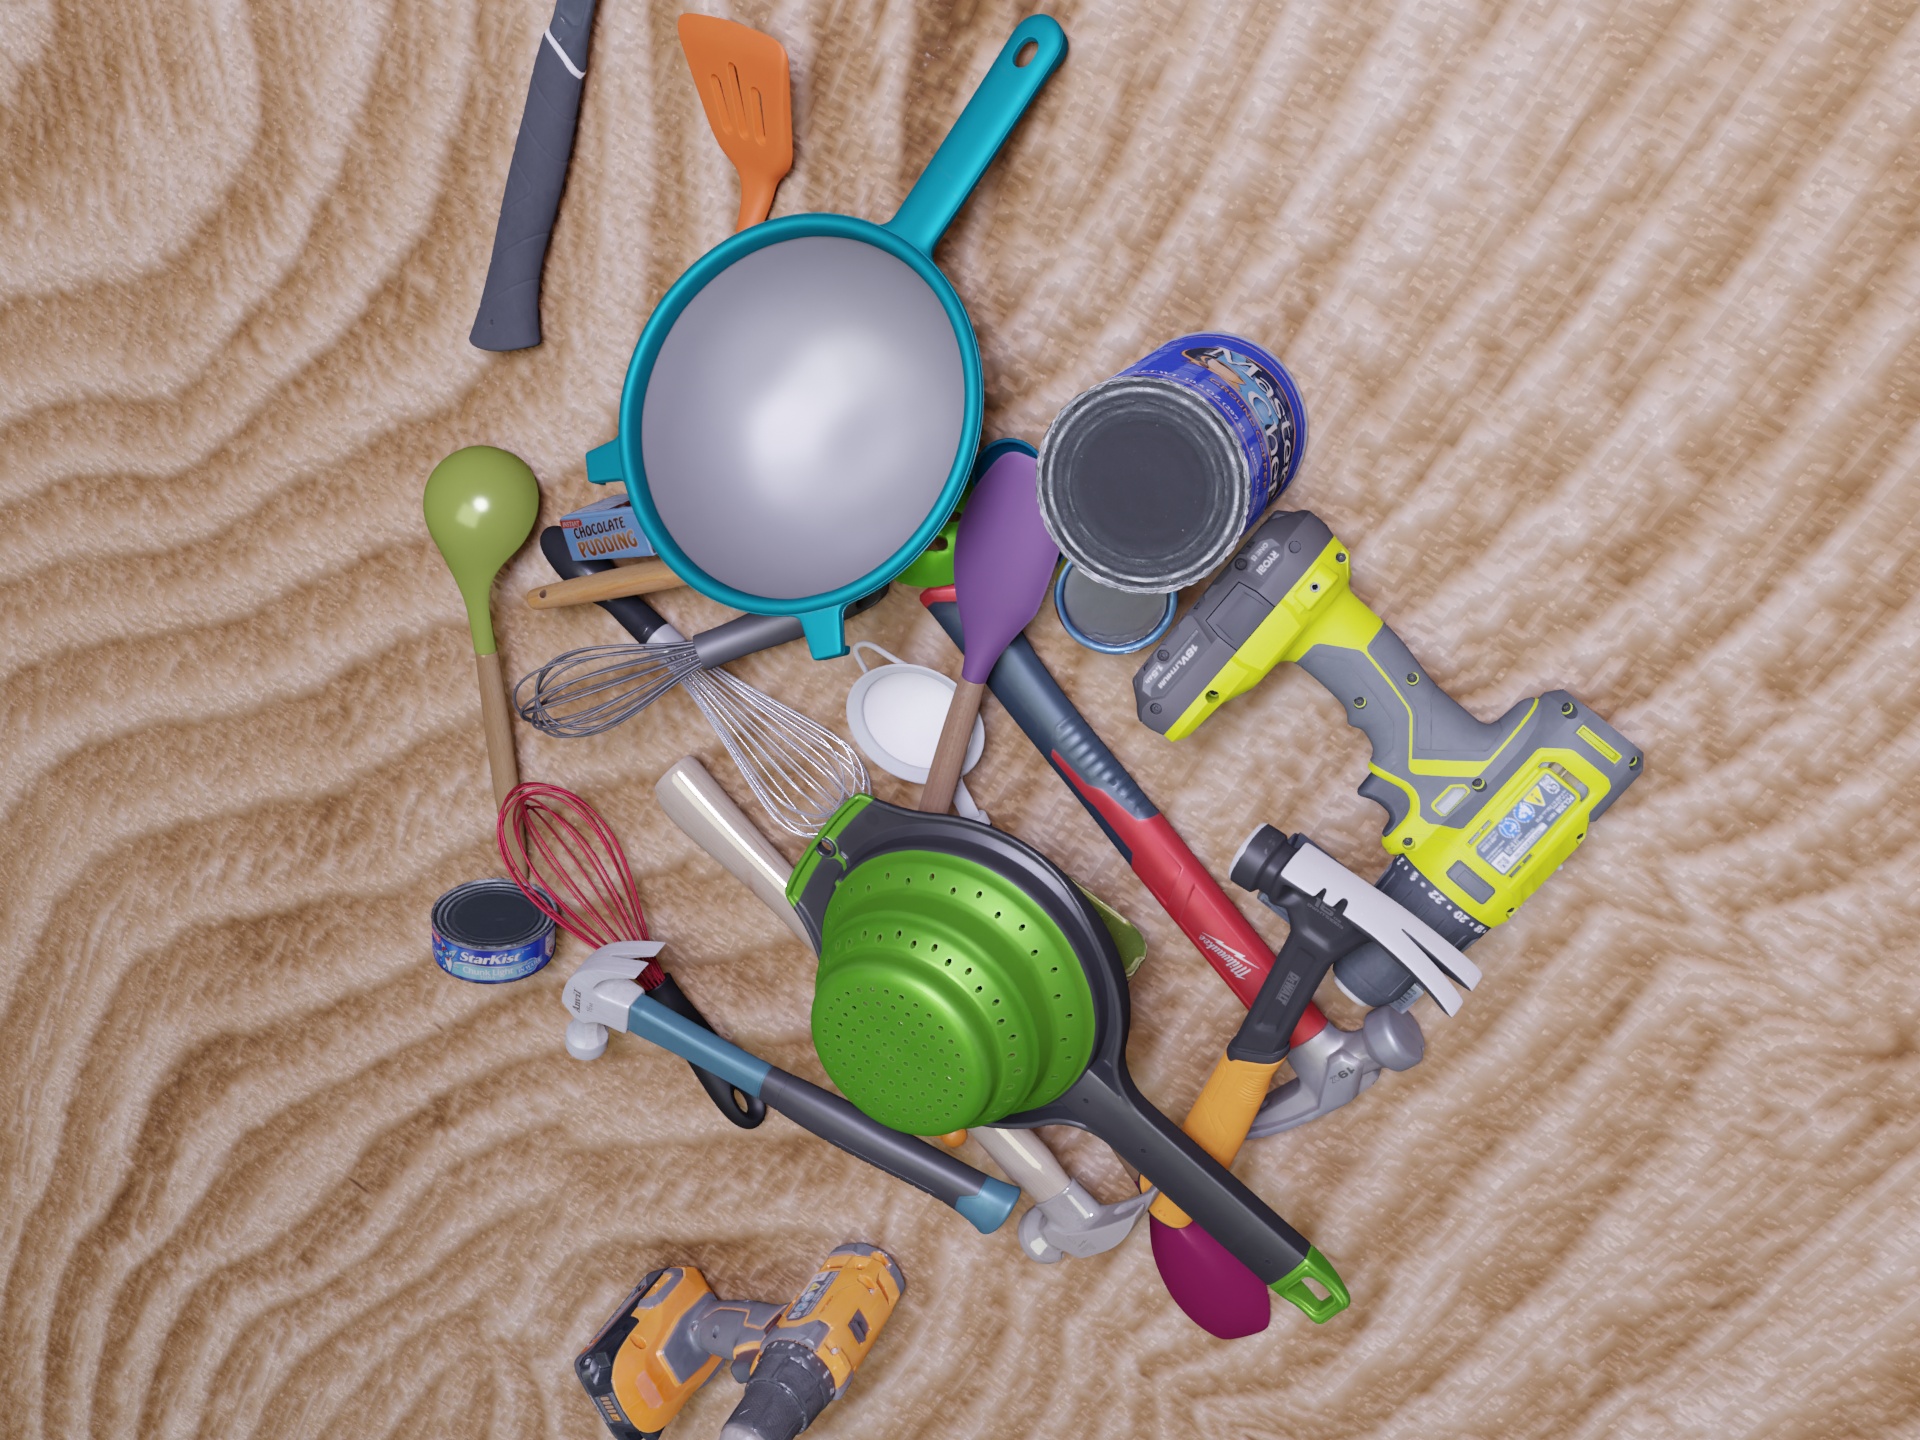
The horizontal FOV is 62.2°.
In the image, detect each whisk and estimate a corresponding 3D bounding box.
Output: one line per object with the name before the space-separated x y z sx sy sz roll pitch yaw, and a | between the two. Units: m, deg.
whisk | -0.162 -0.027 0.998 0.284 0.070 0.070 43 121 7
whisk | -0.155 -0.044 0.951 0.239 0.055 0.055 -20 103 3
whisk | -0.221 0.166 1.100 0.073 0.073 0.295 -25 104 30

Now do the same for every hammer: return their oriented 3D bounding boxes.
hammer | -0.220 -0.393 0.882 0.149 0.036 0.408 29 120 11
hammer | 0.097 0.077 0.935 0.143 0.038 0.386 -37 93 32
hammer | -0.044 0.178 1.017 0.410 0.038 0.146 47 144 3
hammer | -0.114 0.242 1.035 0.331 0.033 0.128 25 133 12
hammer | 0.165 0.199 0.881 0.127 0.034 0.336 35 140 19

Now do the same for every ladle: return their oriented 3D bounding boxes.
ladle | -0.309 -0.029 1.073 0.078 0.062 0.320 13 122 19

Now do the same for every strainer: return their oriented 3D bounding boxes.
strainer | 0.005 0.055 0.966 0.087 0.050 0.258 -16 109 31
strainer | -0.037 -0.209 0.853 0.211 0.095 0.340 38 99 20

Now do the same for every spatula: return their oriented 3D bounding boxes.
spatula | -0.001 -0.003 0.908 0.060 0.018 0.315 24 117 16
spatula | -0.138 -0.227 0.910 0.081 0.041 0.322 29 122 28

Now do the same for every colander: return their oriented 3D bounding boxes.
colander | 0.046 0.215 0.879 0.397 0.094 0.204 41 127 6

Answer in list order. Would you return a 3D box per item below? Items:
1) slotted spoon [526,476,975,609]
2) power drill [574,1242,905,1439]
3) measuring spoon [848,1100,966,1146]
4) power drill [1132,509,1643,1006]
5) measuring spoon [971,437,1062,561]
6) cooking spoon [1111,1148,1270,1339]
slotted spoon | -0.125 -0.095 0.941 0.314 0.031 0.070 -8 75 21
power drill | -0.168 0.457 1.124 0.226 0.185 0.084 -19 104 32
measuring spoon | -0.051 0.278 1.097 0.117 0.011 0.021 4 112 22
power drill | 0.203 0.020 0.823 0.228 0.080 0.190 40 104 4
measuring spoon | 0.056 -0.106 0.893 0.042 0.021 0.128 -37 102 19
cooking spoon | 0.103 0.272 1.023 0.069 0.017 0.319 -28 98 29
